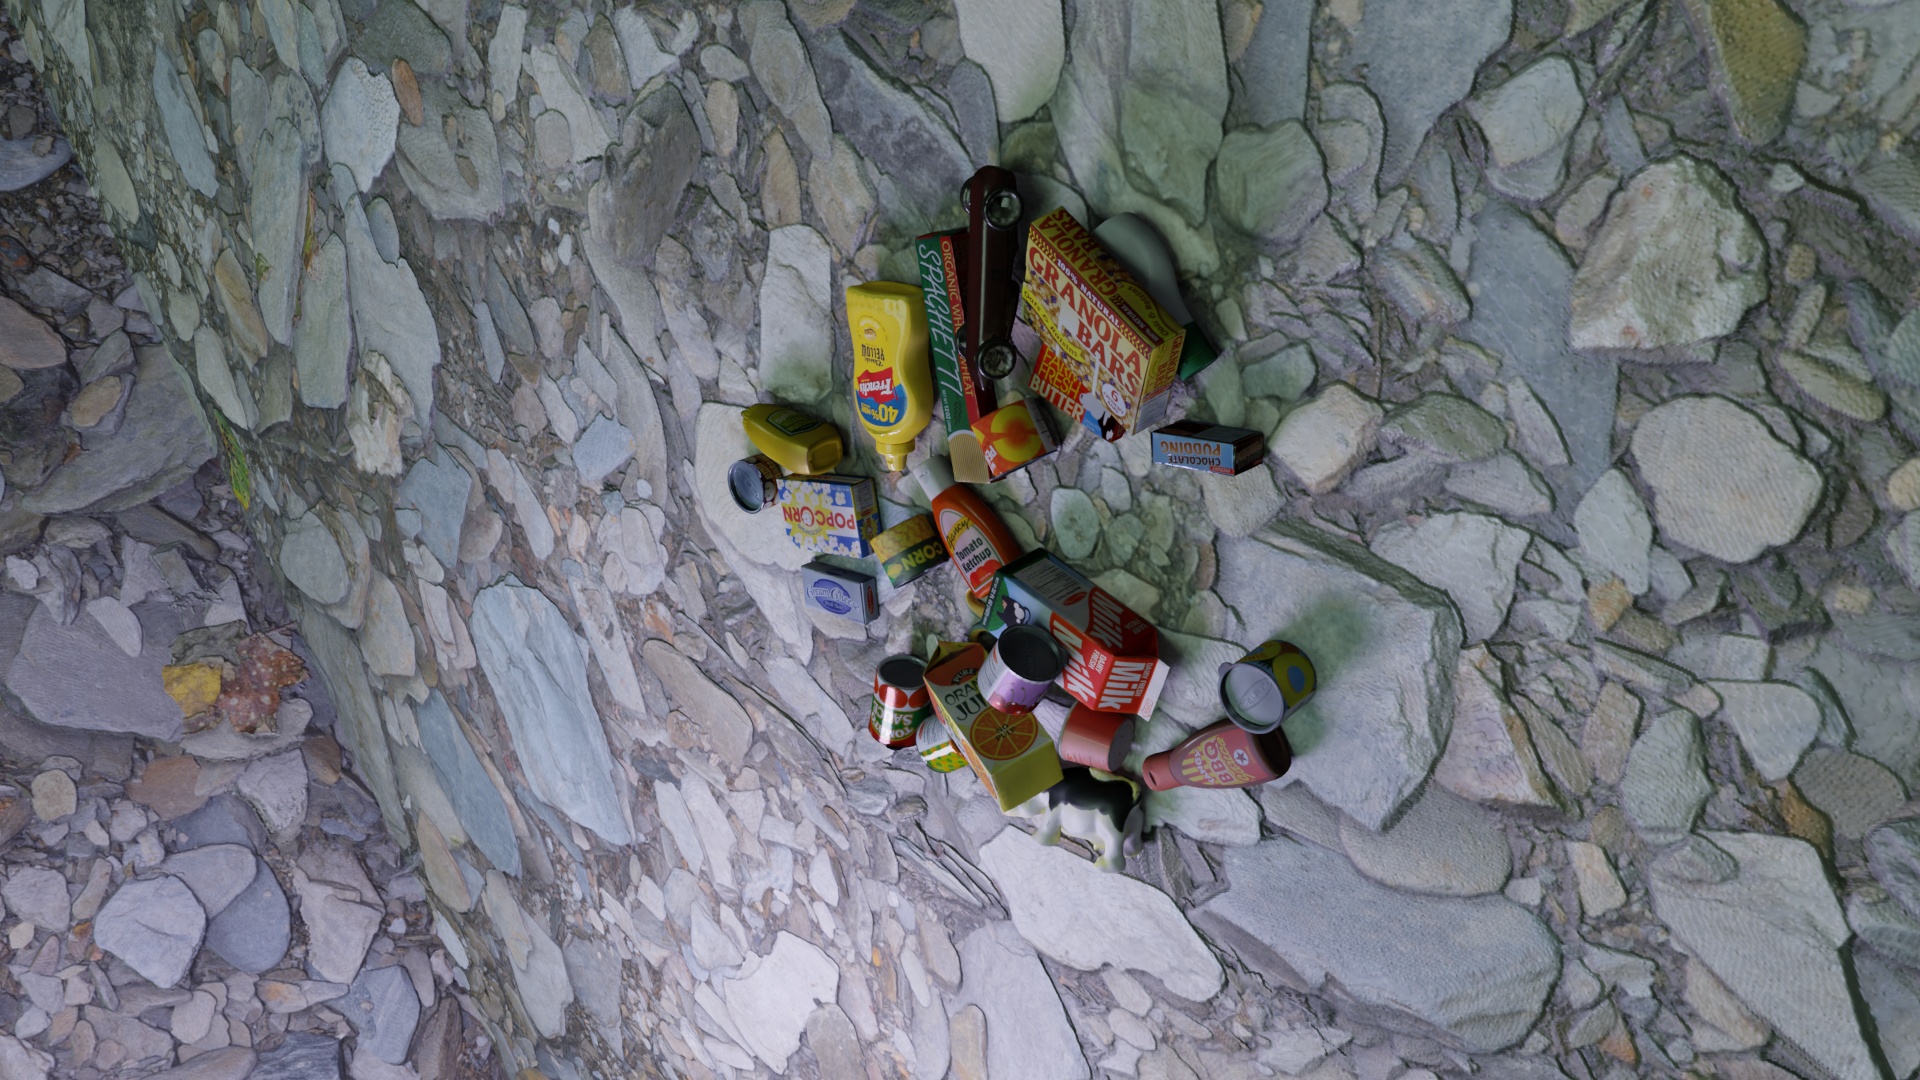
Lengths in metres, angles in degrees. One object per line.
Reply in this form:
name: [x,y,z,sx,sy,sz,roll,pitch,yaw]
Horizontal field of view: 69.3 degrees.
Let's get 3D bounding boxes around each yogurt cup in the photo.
yogurt cup: [0.135,0.193,1.370,0.054,0.073,0.072,18,120,29]

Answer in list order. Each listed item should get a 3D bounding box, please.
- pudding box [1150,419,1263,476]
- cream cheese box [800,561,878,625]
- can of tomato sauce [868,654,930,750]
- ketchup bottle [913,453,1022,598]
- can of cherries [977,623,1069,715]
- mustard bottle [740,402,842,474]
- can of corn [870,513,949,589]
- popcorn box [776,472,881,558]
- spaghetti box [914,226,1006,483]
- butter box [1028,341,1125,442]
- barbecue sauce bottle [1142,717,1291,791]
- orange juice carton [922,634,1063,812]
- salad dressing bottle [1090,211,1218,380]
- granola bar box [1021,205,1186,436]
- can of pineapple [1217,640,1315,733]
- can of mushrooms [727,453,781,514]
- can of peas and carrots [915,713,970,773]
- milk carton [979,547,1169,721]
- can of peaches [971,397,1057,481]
pudding box: [0.210,-0.080,1.186,0.084,0.050,0.030,14,116,39]
cream cheese box: [-0.141,0.060,1.606,0.104,0.024,0.053,14,116,40]
can of tomato sauce: [-0.067,0.181,1.555,0.071,0.071,0.082,30,126,32]
ketchup bottle: [0.005,-0.018,1.416,0.064,0.044,0.149,-38,80,35]
can of cherries: [0.058,0.122,1.303,0.071,0.072,0.058,46,136,19]
mustard bottle: [-0.201,-0.121,1.557,0.160,0.065,0.048,27,129,38]
can of corn: [-0.053,0.011,1.468,0.071,0.071,0.058,-31,85,47]
popcorn box: [-0.147,-0.030,1.561,0.126,0.038,0.085,7,113,42]
spaghetti box: [0.001,-0.178,1.360,0.050,0.029,0.249,5,111,42]
butter box: [0.113,-0.139,1.273,0.104,0.024,0.052,38,130,26]
barbecue sauce bottle: [0.234,0.203,1.293,0.148,0.044,0.065,-27,90,47]
orange juice carton: [0.023,0.178,1.429,0.193,0.073,0.071,51,165,42]
salad dressing bottle: [0.164,-0.206,1.180,0.147,0.044,0.064,59,141,5]
granola bar box: [0.117,-0.186,1.190,0.166,0.039,0.123,51,160,24]
can of pineapple: [0.267,0.126,1.215,0.071,0.058,0.070,19,120,37]
can of mushrooms: [-0.241,-0.069,1.639,0.071,0.033,0.070,20,121,38]
can of peas and carrots: [-0.004,0.216,1.515,0.058,0.071,0.071,-31,85,46]
milk carton: [0.117,0.094,1.336,0.191,0.074,0.072,35,130,28]
can of peaches: [0.049,-0.097,1.320,0.071,0.071,0.058,-24,90,47]
